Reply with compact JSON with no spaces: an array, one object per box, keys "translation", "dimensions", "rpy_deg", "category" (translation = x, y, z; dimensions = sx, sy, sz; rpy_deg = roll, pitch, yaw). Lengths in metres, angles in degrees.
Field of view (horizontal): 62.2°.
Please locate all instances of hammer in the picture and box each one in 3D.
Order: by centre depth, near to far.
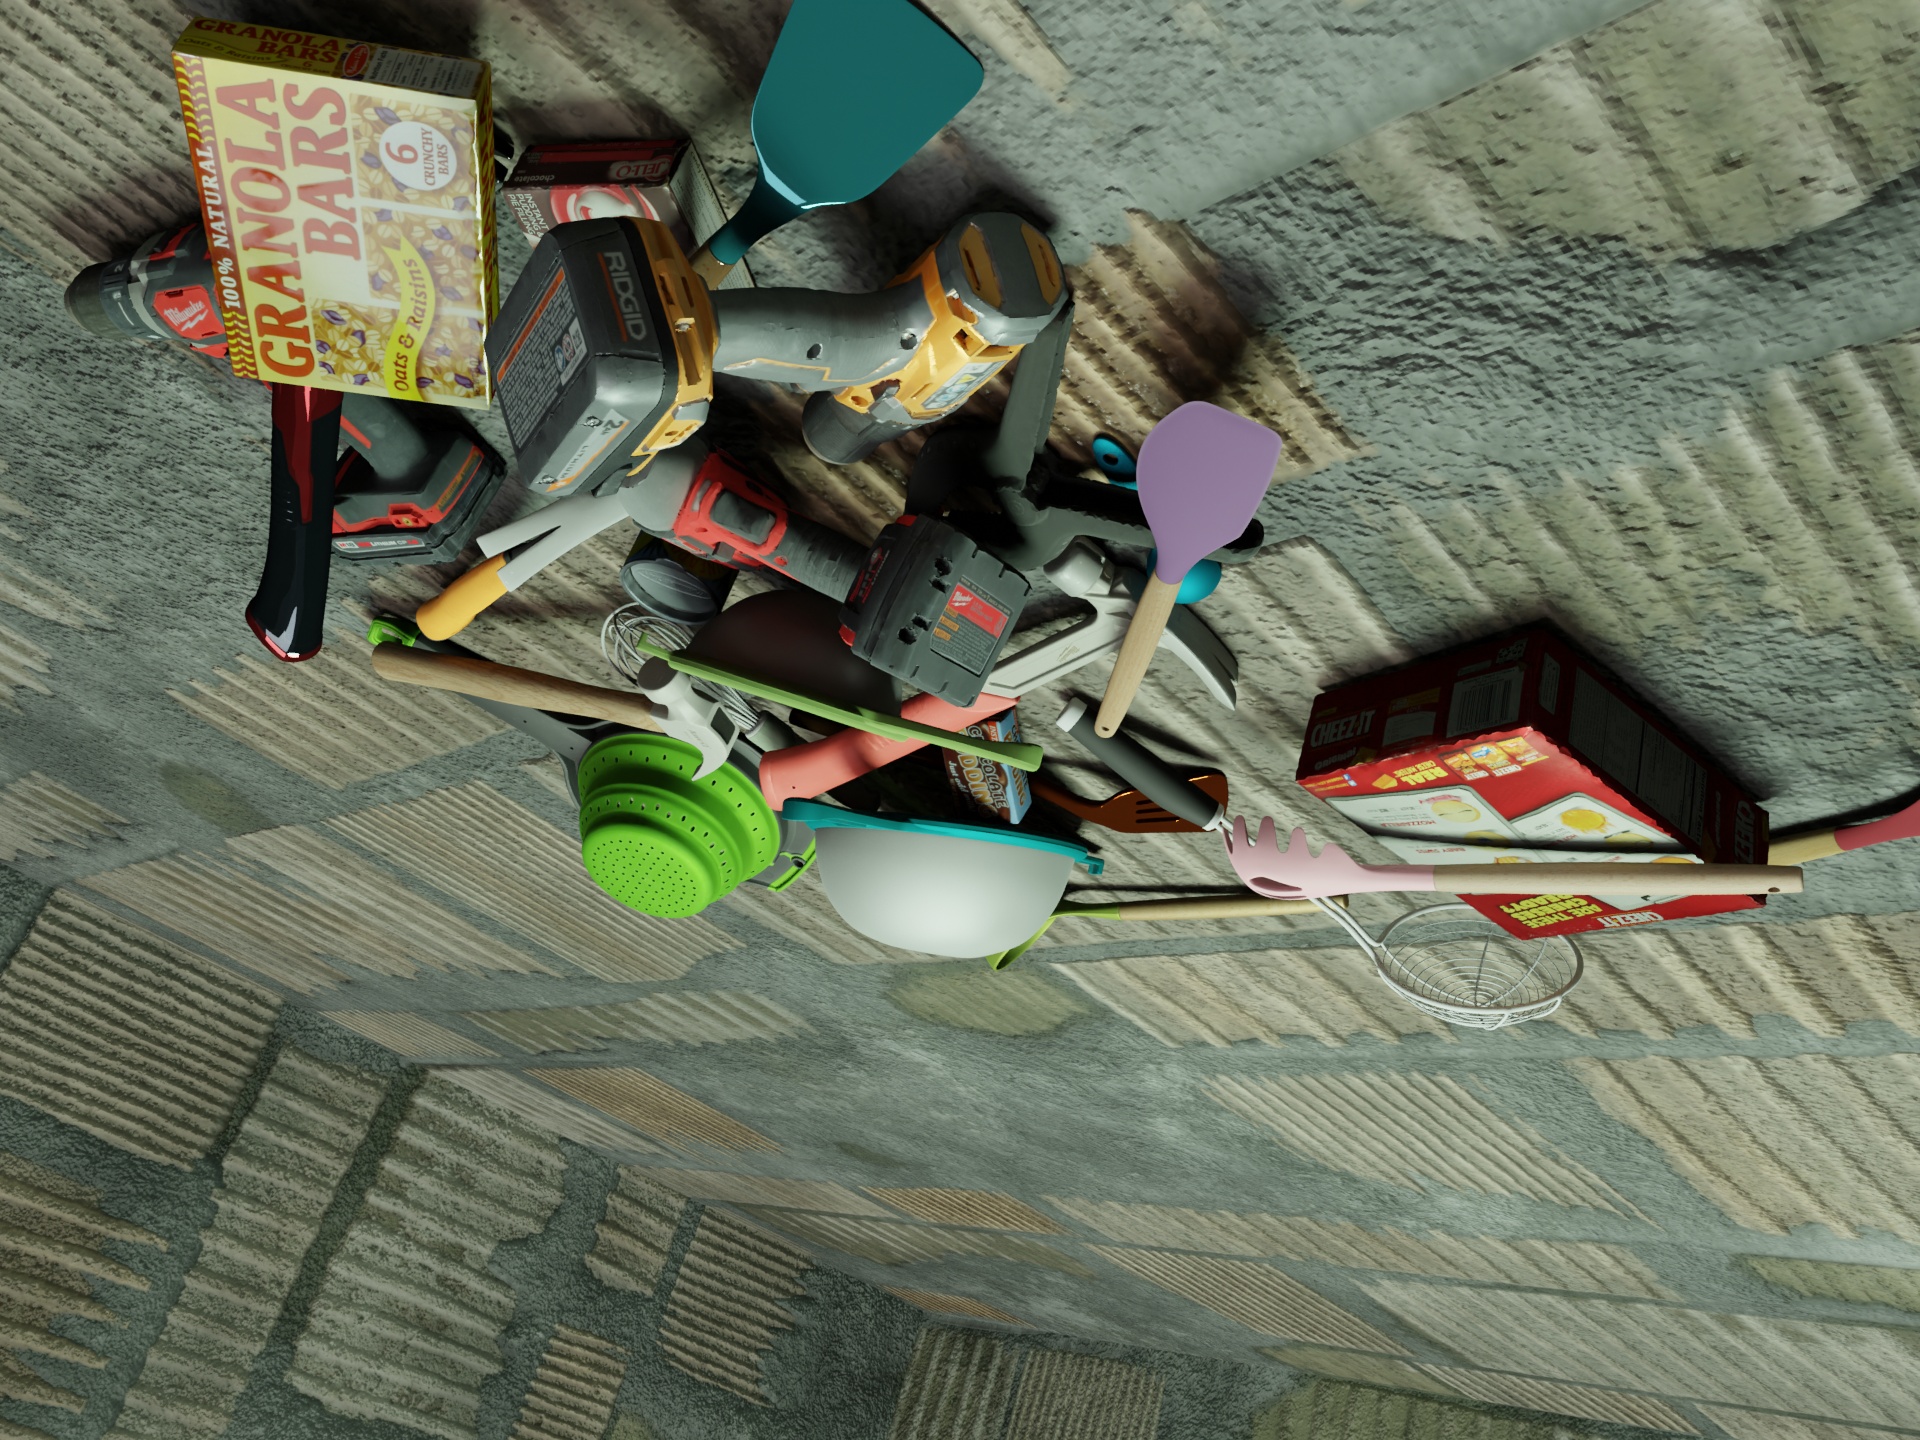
[{"translation":[-0.336,-0.165,0.857],"dimensions":[0.143,0.038,0.386],"rpy_deg":[13,137,-13],"category":"hammer"},{"translation":[-0.002,-0.003,1.020],"dimensions":[0.149,0.037,0.359],"rpy_deg":[37,139,-28],"category":"hammer"},{"translation":[-0.299,-0.095,1.033],"dimensions":[0.337,0.127,0.034],"rpy_deg":[-15,109,55],"category":"hammer"},{"translation":[-0.298,-0.020,1.142],"dimensions":[0.331,0.031,0.129],"rpy_deg":[10,153,30],"category":"hammer"}]

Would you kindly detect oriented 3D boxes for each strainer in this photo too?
[{"translation":[-0.052,-0.029,0.917],"dimensions":[0.256,0.069,0.151],"rpy_deg":[15,177,36],"category":"strainer"},{"translation":[-0.040,0.115,1.116],"dimensions":[0.211,0.095,0.340],"rpy_deg":[3,172,23],"category":"strainer"}]

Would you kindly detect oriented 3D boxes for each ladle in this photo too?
[{"translation":[0.485,0.075,0.918],"dimensions":[0.069,0.031,0.315],"rpy_deg":[32,152,-18],"category":"ladle"},{"translation":[0.153,0.161,1.251],"dimensions":[0.320,0.078,0.062],"rpy_deg":[-8,98,35],"category":"ladle"}]

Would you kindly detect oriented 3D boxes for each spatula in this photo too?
[{"translation":[-0.116,-0.207,0.723],"dimensions":[0.082,0.044,0.317],"rpy_deg":[26,146,-28],"category":"spatula"},{"translation":[0.100,-0.064,0.818],"dimensions":[0.060,0.018,0.315],"rpy_deg":[24,154,6],"category":"spatula"},{"translation":[0.028,0.031,1.132],"dimensions":[0.323,0.041,0.081],"rpy_deg":[16,151,16],"category":"spatula"}]

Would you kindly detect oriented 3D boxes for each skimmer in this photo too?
[{"translation":[0.230,0.079,1.031],"dimensions":[0.363,0.127,0.090],"rpy_deg":[36,120,-3],"category":"skimmer"}]

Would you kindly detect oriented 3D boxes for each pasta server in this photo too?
[{"translation":[0.297,0.082,0.897],"dimensions":[0.316,0.040,0.060],"rpy_deg":[-3,147,31],"category":"pasta server"}]

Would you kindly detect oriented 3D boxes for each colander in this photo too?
[{"translation":[-0.305,0.050,1.262],"dimensions":[0.397,0.095,0.204],"rpy_deg":[31,136,-11],"category":"colander"}]

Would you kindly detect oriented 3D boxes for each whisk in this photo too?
[{"translation":[-0.152,-0.003,1.141],"dimensions":[0.246,0.059,0.058],"rpy_deg":[37,-168,-23],"category":"whisk"}]

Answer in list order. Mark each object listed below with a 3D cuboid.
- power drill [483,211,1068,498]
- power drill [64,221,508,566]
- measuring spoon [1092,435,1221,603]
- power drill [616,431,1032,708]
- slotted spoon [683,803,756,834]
[{"translation":[-0.088,-0.156,0.708],"dimensions":[0.226,0.084,0.185],"rpy_deg":[-14,173,-33],"category":"power drill"},{"translation":[-0.401,-0.193,0.943],"dimensions":[0.188,0.080,0.226],"rpy_deg":[2,144,29],"category":"power drill"},{"translation":[0.099,-0.102,0.846],"dimensions":[0.042,0.021,0.128],"rpy_deg":[-2,145,36],"category":"measuring spoon"},{"translation":[-0.084,-0.093,0.840],"dimensions":[0.220,0.078,0.143],"rpy_deg":[27,-179,25],"category":"power drill"},{"translation":[-0.082,0.103,1.325],"dimensions":[0.314,0.031,0.070],"rpy_deg":[12,145,10],"category":"slotted spoon"}]
